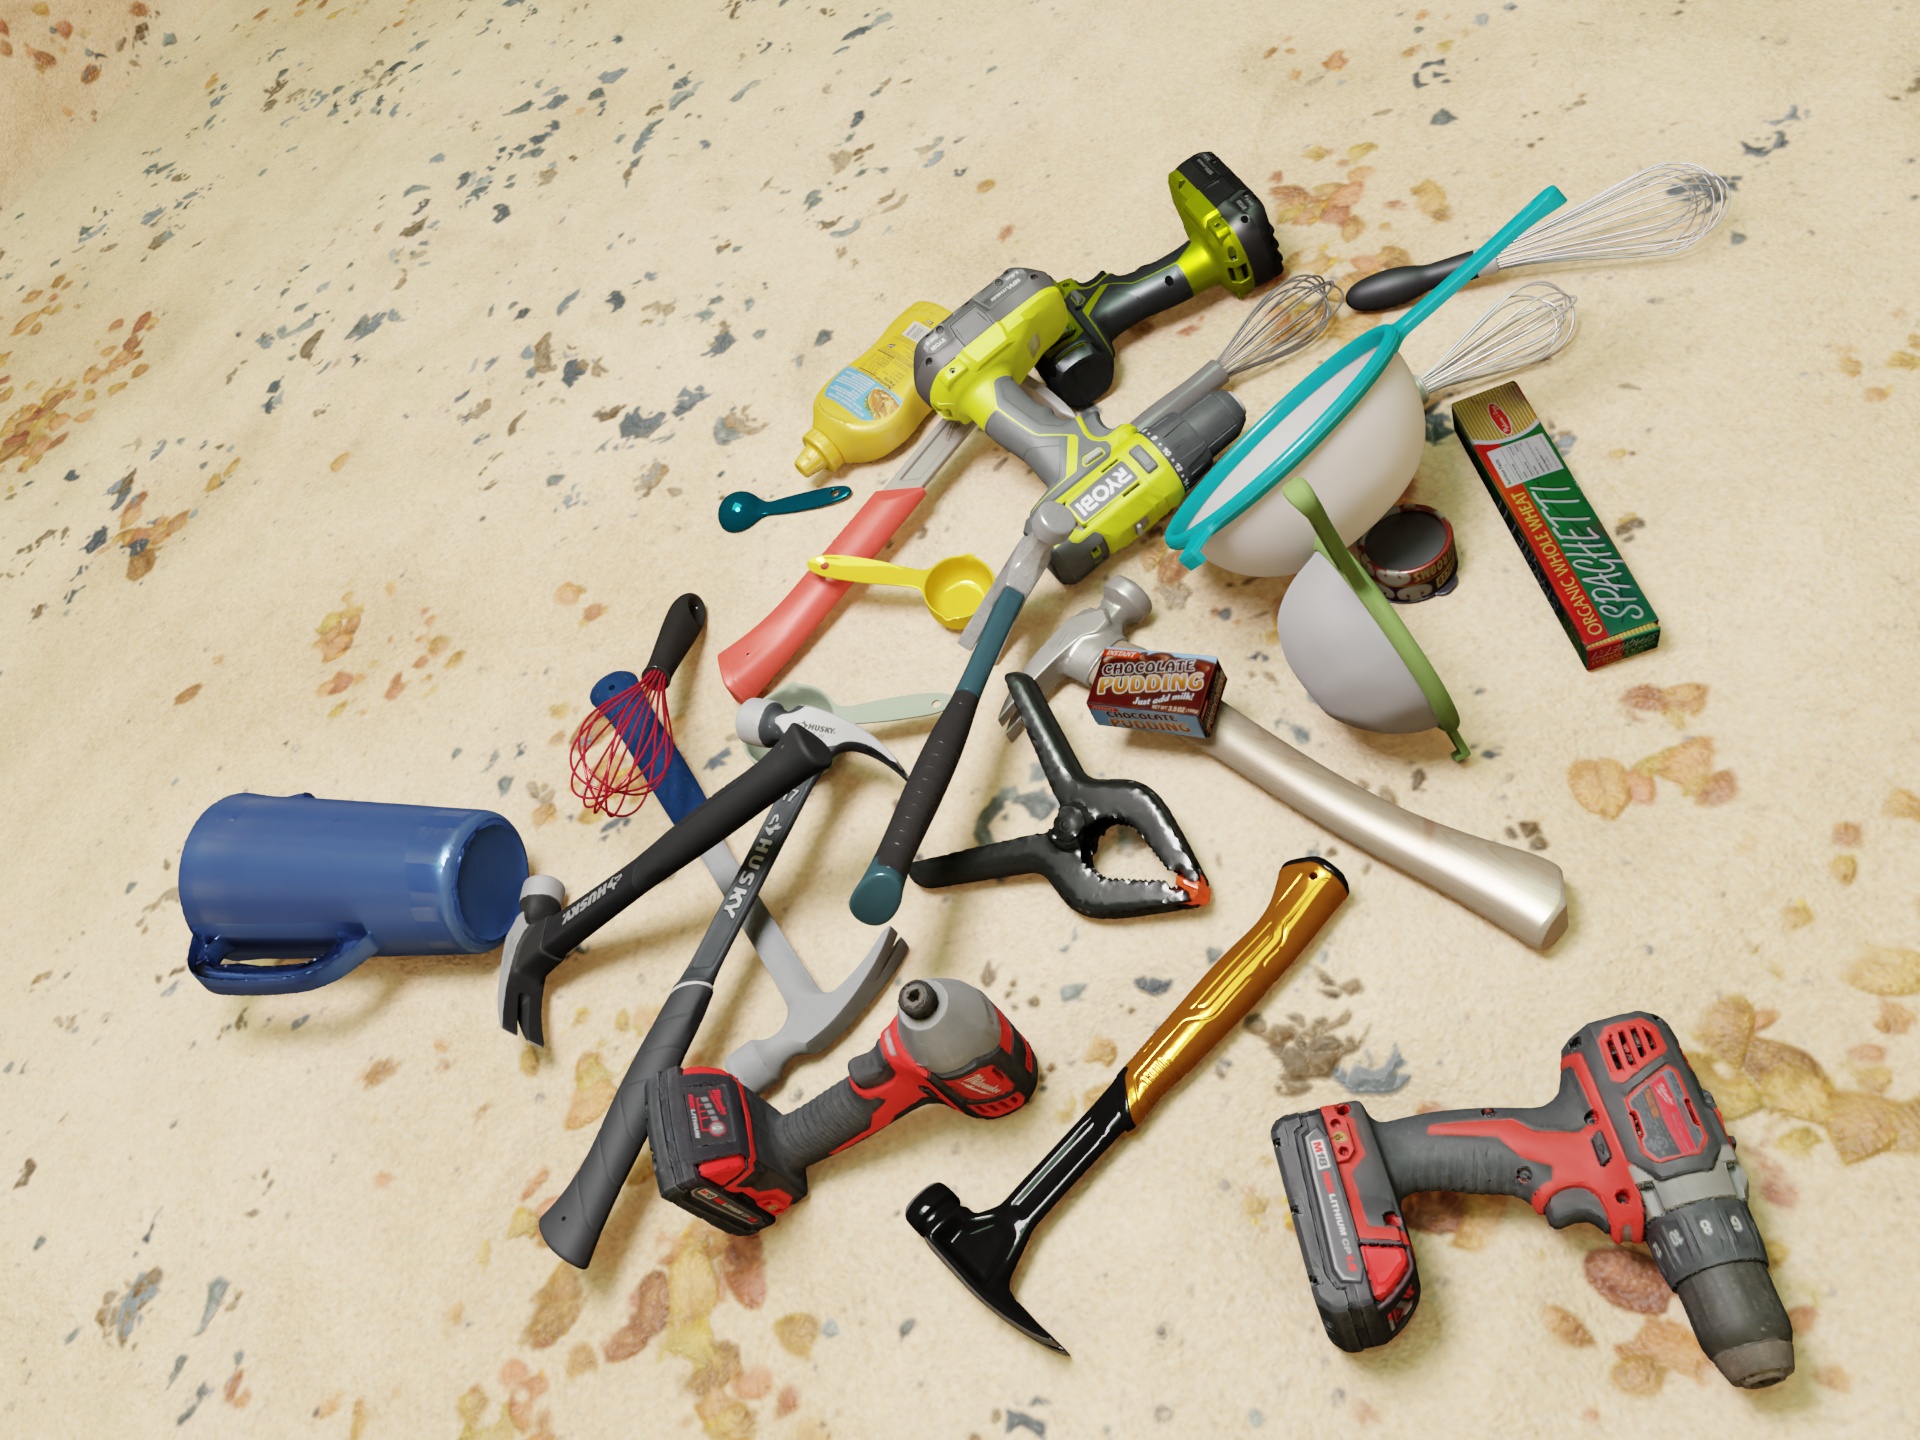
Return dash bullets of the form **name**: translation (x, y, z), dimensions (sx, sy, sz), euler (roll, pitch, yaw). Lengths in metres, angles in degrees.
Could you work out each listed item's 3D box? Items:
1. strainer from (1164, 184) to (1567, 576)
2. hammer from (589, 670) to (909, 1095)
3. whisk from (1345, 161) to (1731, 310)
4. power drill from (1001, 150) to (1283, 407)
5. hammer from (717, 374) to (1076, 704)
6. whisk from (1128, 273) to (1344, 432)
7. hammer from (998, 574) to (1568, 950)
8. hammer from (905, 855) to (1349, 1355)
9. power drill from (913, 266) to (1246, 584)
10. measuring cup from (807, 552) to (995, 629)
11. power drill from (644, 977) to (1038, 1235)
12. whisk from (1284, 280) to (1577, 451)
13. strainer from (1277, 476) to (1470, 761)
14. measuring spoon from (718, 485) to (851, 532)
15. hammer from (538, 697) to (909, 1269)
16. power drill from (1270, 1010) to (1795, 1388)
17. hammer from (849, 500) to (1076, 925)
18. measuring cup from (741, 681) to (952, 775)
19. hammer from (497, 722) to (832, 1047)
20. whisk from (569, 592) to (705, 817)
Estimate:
- **strainer**: translation (0.293, -0.209, 1.087), dimensions (0.340, 0.095, 0.211), euler (-42, 8, 18)
- **hammer**: translation (-0.182, 0.088, 1.180), dimensions (0.144, 0.035, 0.406), euler (-36, 49, -4)
- **whisk**: translation (0.440, -0.364, 1.229), dimensions (0.284, 0.070, 0.070), euler (-12, 52, 23)
- **power drill**: translation (0.145, -0.381, 1.359), dimensions (0.223, 0.080, 0.171), euler (-31, 50, 4)
- **hammer**: translation (-0.064, -0.153, 1.293), dimensions (0.149, 0.036, 0.359), euler (35, 78, 17)
- **whisk**: translation (0.209, -0.278, 1.275), dimensions (0.239, 0.055, 0.055), euler (-39, 50, -1)
- **hammer**: translation (0.204, 0.038, 1.047), dimensions (0.146, 0.038, 0.411), euler (-47, 51, -12)
- **hammer**: translation (0.122, 0.214, 0.954), dimensions (0.337, 0.034, 0.127), euler (-45, 50, -12)
- **power drill**: translation (0.089, -0.242, 1.239), dimensions (0.190, 0.080, 0.229), euler (-39, 70, -1)
- **measuring cup**: translation (-0.046, -0.106, 1.250), dimensions (0.156, 0.029, 0.062), euler (11, 65, 17)
- **power drill**: translation (-0.072, 0.225, 0.962), dimensions (0.219, 0.143, 0.079), euler (-25, 52, 8)
- **whisk**: translation (0.352, -0.255, 1.197), dimensions (0.246, 0.057, 0.059), euler (-30, 15, 5)
- **strainer**: translation (0.224, -0.062, 0.974), dimensions (0.069, 0.256, 0.152), euler (-35, 53, 11)
- **measuring spoon**: translation (-0.157, -0.194, 1.386), dimensions (0.128, 0.021, 0.042), euler (-9, 53, 20)
- **hammer**: translation (-0.167, 0.167, 1.070), dimensions (0.149, 0.036, 0.409), euler (10, 62, 30)
- **power drill**: translation (0.291, 0.262, 0.819), dimensions (0.226, 0.080, 0.188), euler (-16, 51, 8)
- **hammer**: translation (-0.002, -0.003, 1.088), dimensions (0.033, 0.128, 0.331), euler (28, 53, -5)
- **measuring cup**: translation (-0.081, 0.007, 1.197), dimensions (0.167, 0.038, 0.083), euler (-9, 53, 13)
- **hammer**: translation (-0.209, 0.102, 1.090), dimensions (0.334, 0.035, 0.146), euler (-35, 36, 29)
- **whisk**: translation (-0.240, -0.021, 1.229), dimensions (0.073, 0.073, 0.296), euler (-13, 31, 14)
